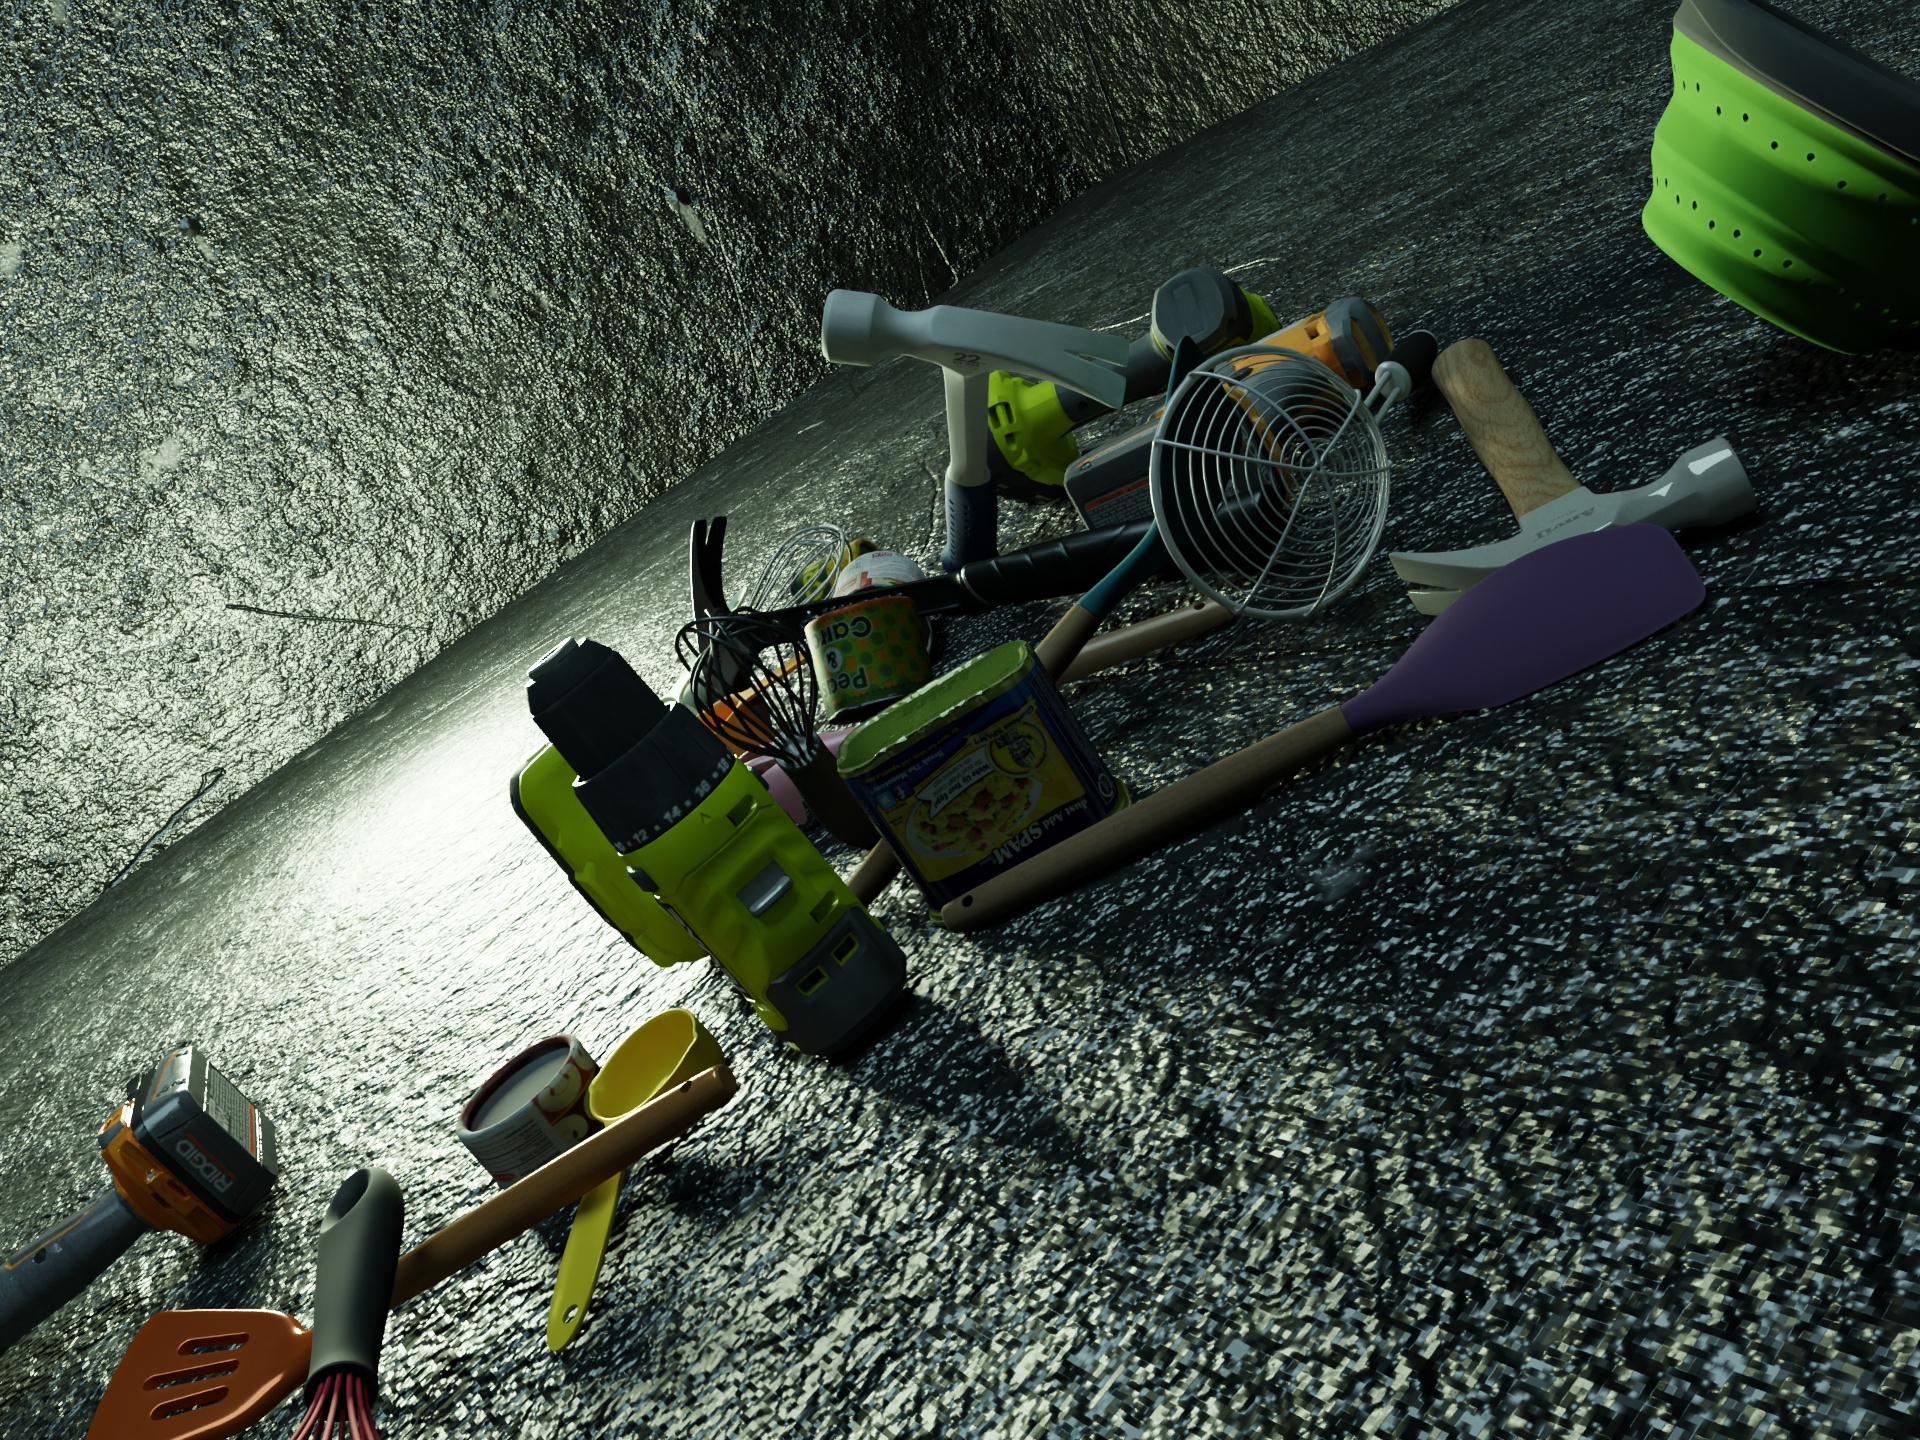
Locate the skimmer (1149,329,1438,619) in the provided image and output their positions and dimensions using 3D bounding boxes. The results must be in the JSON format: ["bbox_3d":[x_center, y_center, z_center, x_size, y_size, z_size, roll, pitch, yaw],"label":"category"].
[{"bbox_3d":[0.194,-0.157,0.844,0.090,0.127,0.363,-23,11,29],"label":"skimmer"}]

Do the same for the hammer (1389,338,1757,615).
[{"bbox_3d":[0.258,-0.130,0.751,0.130,0.031,0.331,-26,19,19],"label":"hammer"}]

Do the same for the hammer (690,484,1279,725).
[{"bbox_3d":[-0.004,-0.081,0.935,0.409,0.149,0.036,-9,8,34],"label":"hammer"}]

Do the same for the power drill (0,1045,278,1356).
[{"bbox_3d":[-0.486,0.285,0.857,0.226,0.084,0.164,-43,19,-16],"label":"power drill"}]

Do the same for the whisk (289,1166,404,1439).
[{"bbox_3d":[-0.200,0.228,0.507,0.073,0.073,0.296,-34,23,-4],"label":"whisk"}]

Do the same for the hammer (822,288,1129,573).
[{"bbox_3d":[0.011,-0.146,0.928,0.144,0.035,0.405,8,-9,2],"label":"hammer"}]

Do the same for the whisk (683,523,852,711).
[{"bbox_3d":[-0.164,-0.044,1.142,0.246,0.057,0.059,-48,42,11],"label":"whisk"}]

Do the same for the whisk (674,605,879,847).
[{"bbox_3d":[-0.070,0.012,0.712,0.055,0.055,0.238,-34,-25,-4],"label":"whisk"}]

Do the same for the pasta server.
[{"bbox_3d":[-0.001,-0.003,0.857,0.316,0.040,0.060,-20,45,20],"label":"pasta server"}]

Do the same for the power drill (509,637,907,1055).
[{"bbox_3d":[-0.131,0.047,0.702,0.080,0.190,0.228,-43,15,-17],"label":"power drill"}]

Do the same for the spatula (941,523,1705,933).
[{"bbox_3d":[0.127,0.010,0.619,0.316,0.018,0.060,-29,46,17],"label":"spatula"}]

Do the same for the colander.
[{"bbox_3d":[0.352,-0.165,0.578,0.398,0.204,0.094,-93,26,-52],"label":"colander"}]

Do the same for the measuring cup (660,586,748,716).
[{"bbox_3d":[-0.180,-0.014,1.100,0.083,0.038,0.167,10,67,59],"label":"measuring cup"}]

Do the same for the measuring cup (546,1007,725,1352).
[{"bbox_3d":[-0.128,0.181,0.624,0.062,0.029,0.157,-28,30,25],"label":"measuring cup"}]

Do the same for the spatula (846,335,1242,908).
[{"bbox_3d":[0.038,-0.034,0.751,0.317,0.082,0.044,-51,50,-3],"label":"spatula"}]

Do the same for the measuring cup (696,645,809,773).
[{"bbox_3d":[-0.118,0.006,0.974,0.173,0.052,0.095,-36,17,11],"label":"measuring cup"}]

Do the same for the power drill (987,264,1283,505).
[{"bbox_3d":[0.120,-0.236,1.138,0.223,0.080,0.171,-22,-11,27],"label":"power drill"}]

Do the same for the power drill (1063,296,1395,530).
[{"bbox_3d":[0.149,-0.171,0.974,0.185,0.084,0.226,-19,18,43],"label":"power drill"}]

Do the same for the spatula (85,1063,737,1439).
[{"bbox_3d":[-0.218,0.211,0.625,0.322,0.041,0.081,-34,28,17],"label":"spatula"}]
